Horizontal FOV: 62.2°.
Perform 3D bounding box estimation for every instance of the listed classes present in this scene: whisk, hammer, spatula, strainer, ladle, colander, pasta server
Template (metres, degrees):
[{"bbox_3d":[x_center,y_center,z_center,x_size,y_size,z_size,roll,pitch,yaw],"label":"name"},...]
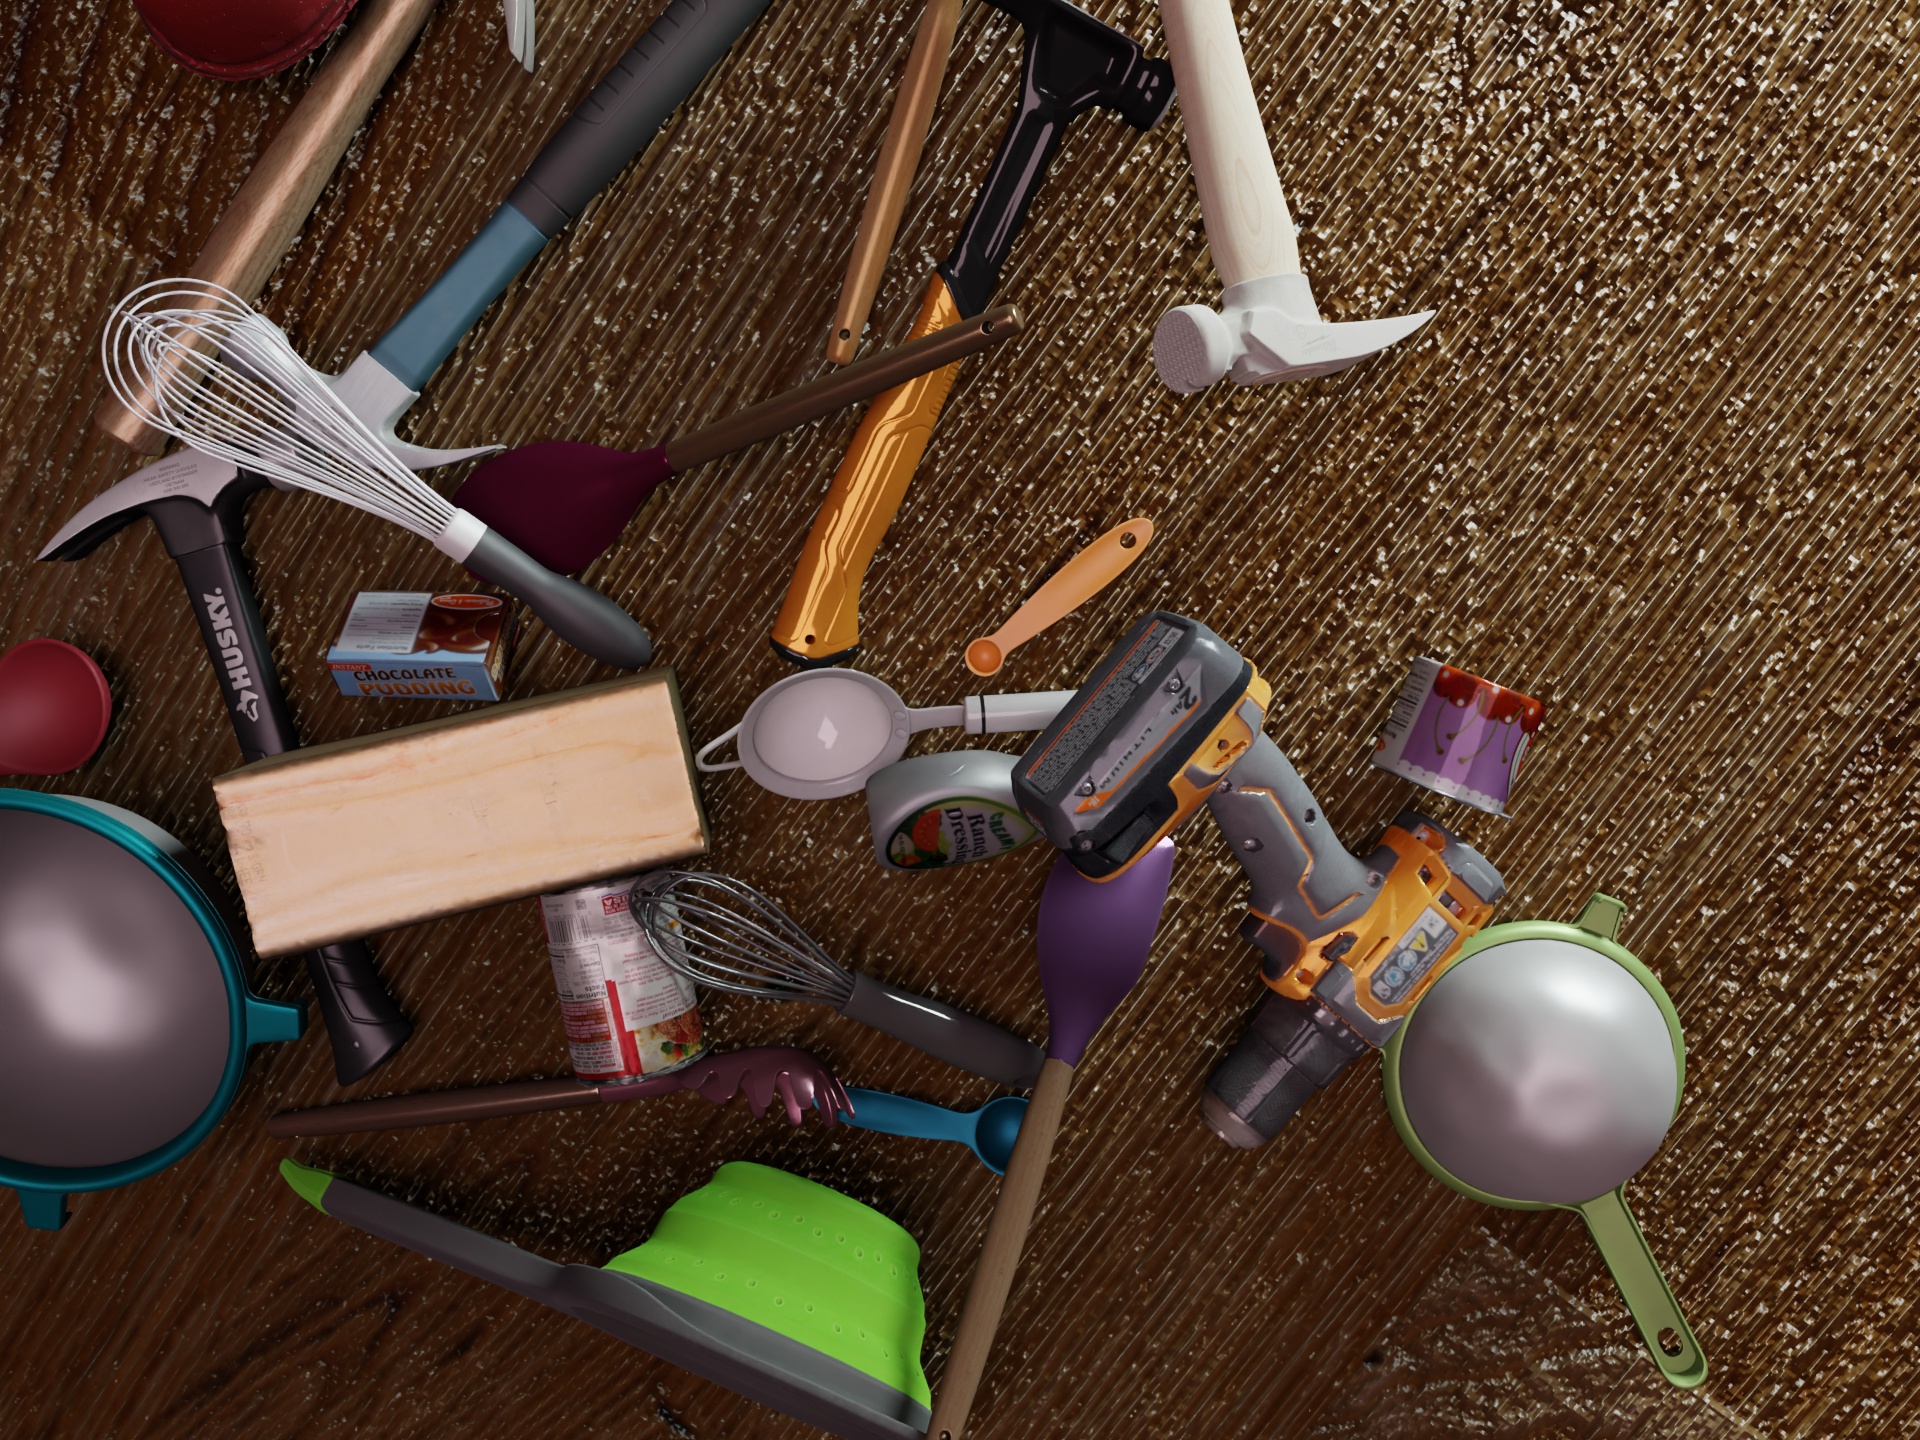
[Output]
[{"bbox_3d":[-0.266,-0.108,0.758,0.284,0.070,0.070,35,97,-22],"label":"whisk"},{"bbox_3d":[-0.327,-0.273,0.789,0.130,0.031,0.331,36,97,0],"label":"hammer"},{"bbox_3d":[0.036,0.183,0.741,0.060,0.018,0.316,20,63,1],"label":"spatula"},{"bbox_3d":[-0.001,-0.003,0.793,0.258,0.050,0.086,-3,133,-2],"label":"strainer"},{"bbox_3d":[0.108,-0.357,0.736,0.146,0.038,0.410,-14,88,-28],"label":"hammer"},{"bbox_3d":[-0.569,0.055,0.840,0.315,0.031,0.069,-32,91,8],"label":"ladle"},{"bbox_3d":[-0.484,0.074,0.789,0.211,0.095,0.340,-38,100,11],"label":"strainer"},{"bbox_3d":[-0.357,0.028,0.820,0.146,0.035,0.335,-15,95,4],"label":"hammer"},{"bbox_3d":[0.312,0.225,0.782,0.151,0.069,0.256,-27,92,6],"label":"strainer"},{"bbox_3d":[-0.053,0.132,0.784,0.238,0.055,0.055,26,97,-18],"label":"whisk"},{"bbox_3d":[-0.161,0.259,0.801,0.397,0.204,0.094,15,62,17],"label":"colander"},{"bbox_3d":[-0.020,-0.183,0.769,0.127,0.034,0.337,22,99,-14],"label":"hammer"},{"bbox_3d":[-0.203,-0.256,0.775,0.128,0.033,0.331,42,94,-11],"label":"hammer"},{"bbox_3d":[-0.211,0.202,0.826,0.316,0.060,0.040,-8,65,7],"label":"pasta server"}]

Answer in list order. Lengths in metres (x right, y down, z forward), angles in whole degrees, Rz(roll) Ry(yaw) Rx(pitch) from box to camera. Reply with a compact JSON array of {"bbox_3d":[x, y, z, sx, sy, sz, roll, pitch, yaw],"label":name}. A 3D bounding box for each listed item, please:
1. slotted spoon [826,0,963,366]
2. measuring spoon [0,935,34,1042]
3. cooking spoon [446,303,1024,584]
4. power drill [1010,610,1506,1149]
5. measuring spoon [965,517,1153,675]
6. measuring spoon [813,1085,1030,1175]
[{"bbox_3d":[-0.012,-0.324,0.767,0.070,0.031,0.313,18,98,-1],"label":"slotted spoon"},{"bbox_3d":[-0.509,0.173,0.856,0.034,0.018,0.124,-6,103,-18],"label":"measuring spoon"},{"bbox_3d":[-0.117,-0.135,0.764,0.319,0.017,0.068,-18,98,19],"label":"cooking spoon"},{"bbox_3d":[0.127,0.082,0.747,0.226,0.084,0.185,40,89,-19],"label":"power drill"},{"bbox_3d":[0.050,-0.063,0.800,0.117,0.011,0.021,-39,92,3],"label":"measuring spoon"},{"bbox_3d":[-0.014,0.206,0.830,0.128,0.021,0.042,8,93,12],"label":"measuring spoon"}]
